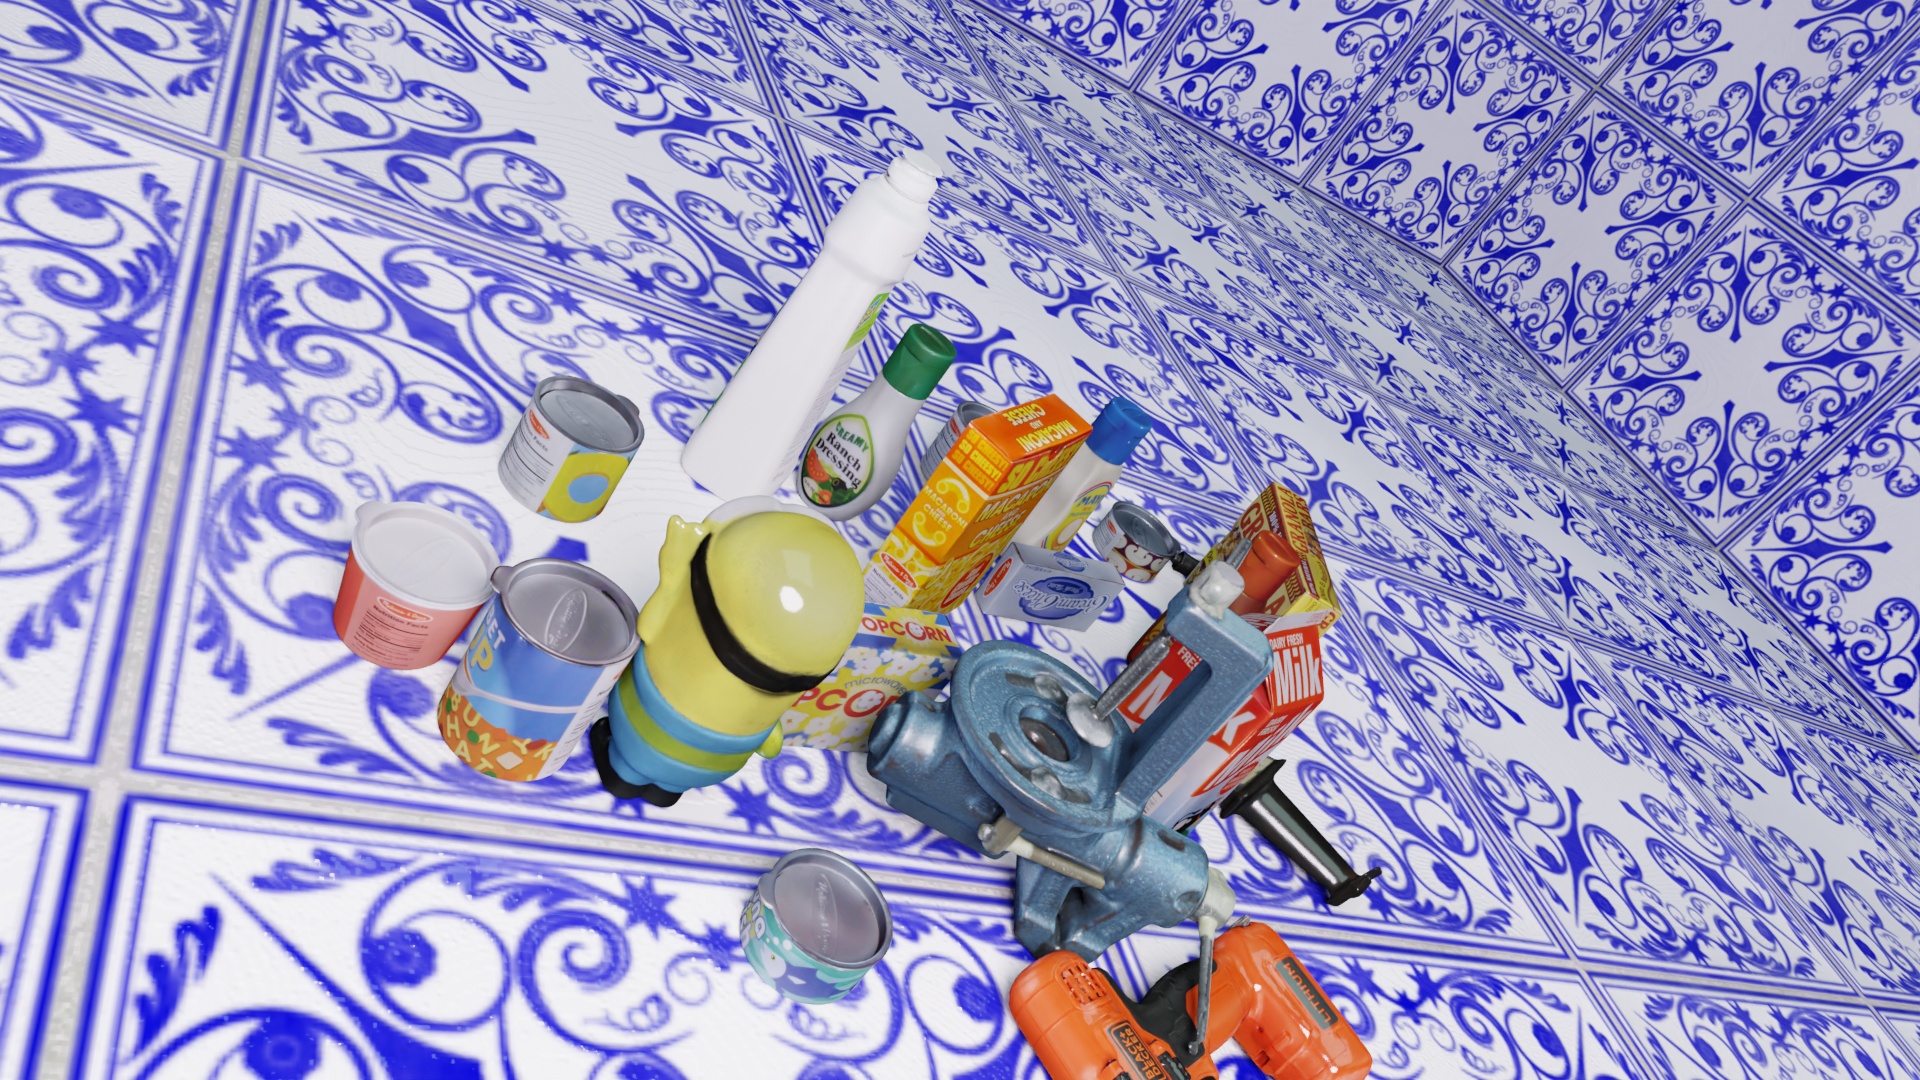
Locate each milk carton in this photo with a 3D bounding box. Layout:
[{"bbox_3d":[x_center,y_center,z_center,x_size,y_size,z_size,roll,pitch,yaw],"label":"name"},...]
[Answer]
[{"bbox_3d":[0.146,0.108,0.835,0.072,0.189,0.073,-4,48,-51],"label":"milk carton"}]

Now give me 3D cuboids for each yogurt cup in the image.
[{"bbox_3d":[-0.258,0.024,0.652,0.072,0.053,0.073,28,29,-17],"label":"yogurt cup"}]

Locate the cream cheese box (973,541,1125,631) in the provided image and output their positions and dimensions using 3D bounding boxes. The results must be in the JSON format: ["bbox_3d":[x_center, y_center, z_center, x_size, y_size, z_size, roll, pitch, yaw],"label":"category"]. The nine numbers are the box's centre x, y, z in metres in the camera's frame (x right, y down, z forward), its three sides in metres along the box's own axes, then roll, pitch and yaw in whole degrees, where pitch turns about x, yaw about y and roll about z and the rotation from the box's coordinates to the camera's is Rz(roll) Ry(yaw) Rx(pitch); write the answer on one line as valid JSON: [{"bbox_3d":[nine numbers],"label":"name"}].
[{"bbox_3d":[0.064,0.034,0.999,0.104,0.053,0.024,12,37,-38],"label":"cream cheese box"}]

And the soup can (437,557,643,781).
[{"bbox_3d":[-0.196,0.058,0.637,0.071,0.083,0.072,28,29,-17],"label":"soup can"}]

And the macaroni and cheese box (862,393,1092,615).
[{"bbox_3d":[0.003,-0.011,0.878,0.040,0.165,0.124,43,28,12],"label":"macaroni and cheese box"}]

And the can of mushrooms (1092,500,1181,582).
[{"bbox_3d":[0.147,0.002,1.162,0.071,0.033,0.071,28,29,-17],"label":"can of mushrooms"}]

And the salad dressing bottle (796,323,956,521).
[{"bbox_3d":[-0.056,-0.079,0.934,0.064,0.147,0.044,46,29,17],"label":"salad dressing bottle"}]

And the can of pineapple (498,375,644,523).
[{"bbox_3d":[-0.223,-0.052,0.801,0.071,0.057,0.071,28,29,-17],"label":"can of pineapple"}]

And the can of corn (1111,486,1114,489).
[{"bbox_3d":[0.080,-0.043,1.128,0.071,0.058,0.071,28,29,-17],"label":"can of corn"}]

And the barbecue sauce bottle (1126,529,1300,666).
[{"bbox_3d":[0.184,0.057,0.999,0.044,0.148,0.065,7,40,-44],"label":"barbecue sauce bottle"}]

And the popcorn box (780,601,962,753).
[{"bbox_3d":[-0.072,0.072,0.754,0.127,0.085,0.038,12,36,-38],"label":"popcorn box"}]

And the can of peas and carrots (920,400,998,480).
[{"bbox_3d":[0.013,-0.066,1.086,0.071,0.058,0.071,28,29,-17],"label":"can of peas and carrots"}]

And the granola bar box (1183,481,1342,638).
[{"bbox_3d":[0.234,0.044,1.099,0.039,0.123,0.166,29,29,-15],"label":"granola bar box"}]

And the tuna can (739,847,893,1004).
[{"bbox_3d":[-0.070,0.180,0.650,0.071,0.032,0.071,28,29,-17],"label":"tuna can"}]

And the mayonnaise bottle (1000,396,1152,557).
[{"bbox_3d":[0.085,-0.041,1.035,0.065,0.147,0.041,-6,50,-53],"label":"mayonnaise bottle"}]
